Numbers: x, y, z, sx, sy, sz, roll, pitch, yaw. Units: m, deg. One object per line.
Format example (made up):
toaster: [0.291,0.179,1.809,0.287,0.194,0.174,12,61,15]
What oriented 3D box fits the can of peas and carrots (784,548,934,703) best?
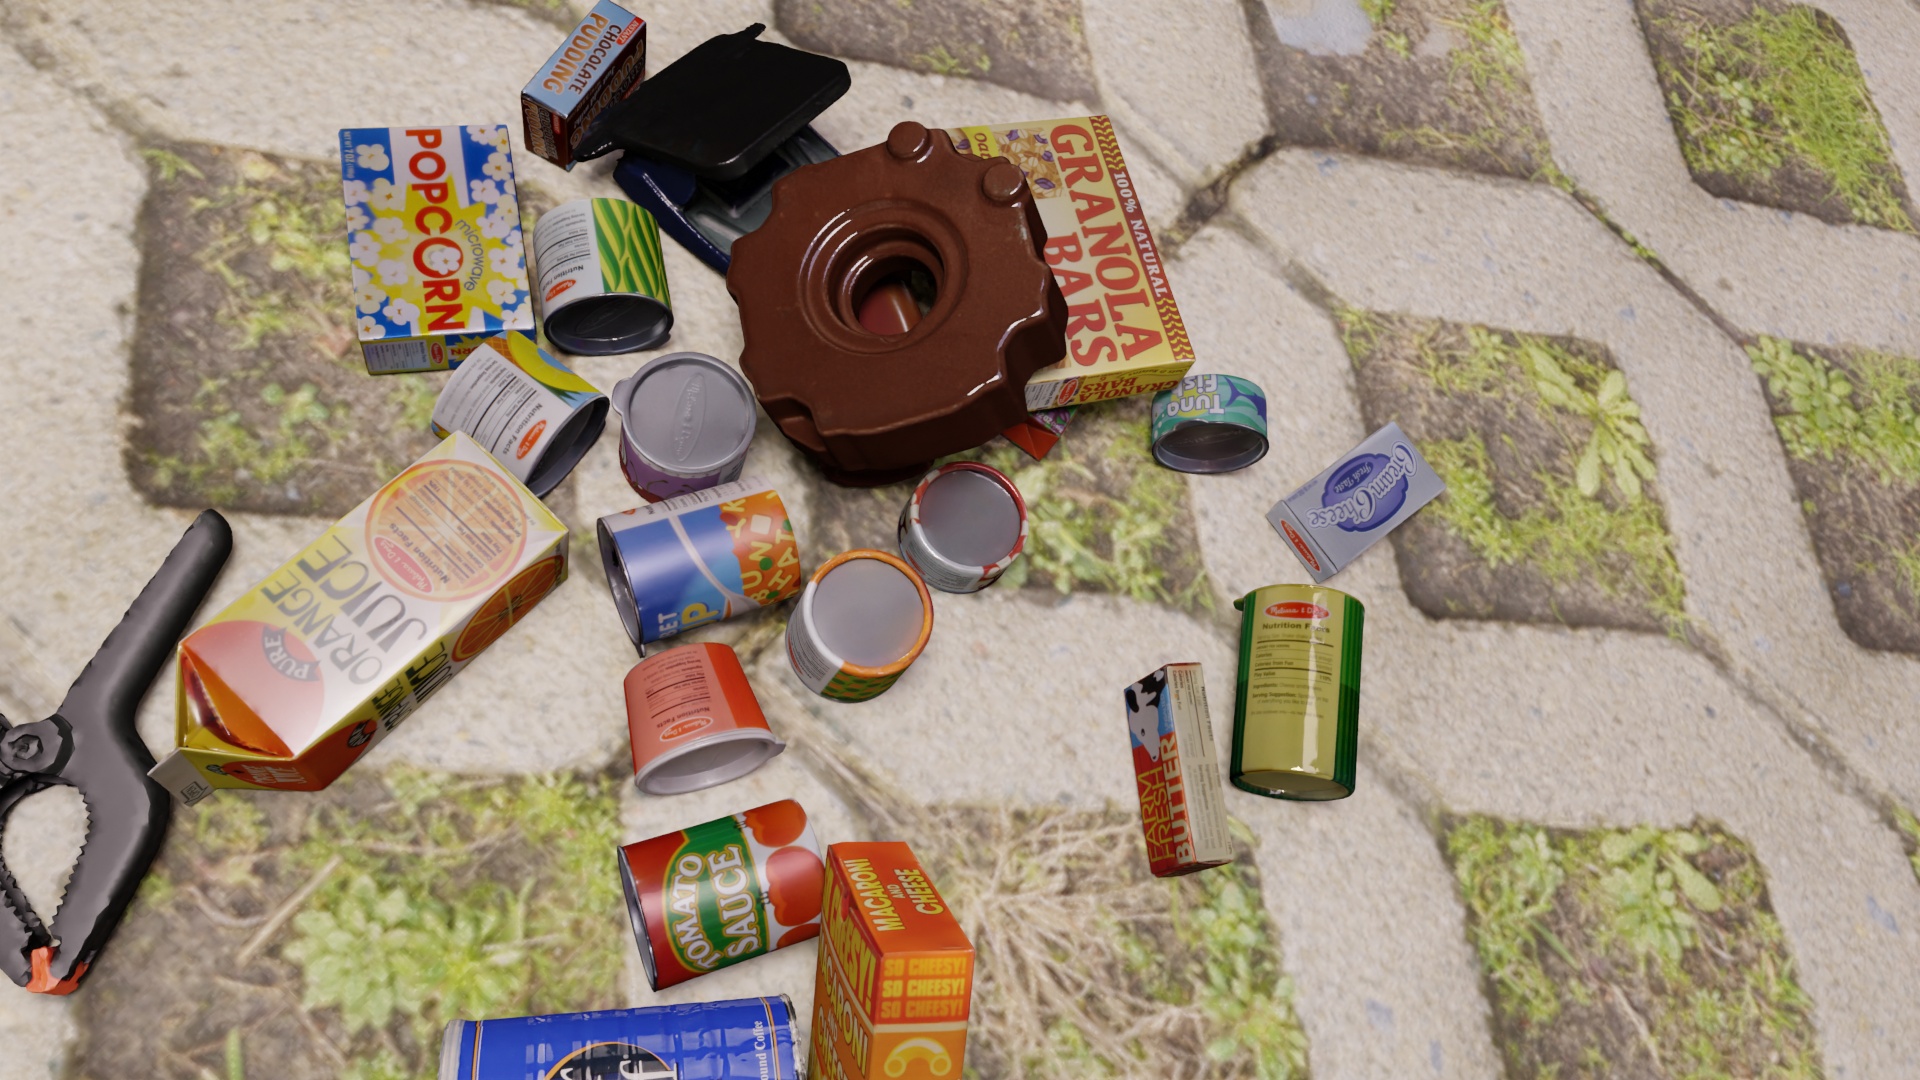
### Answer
can of peas and carrots: [-0.049,0.043,0.701,0.071,0.058,0.071,5,69,-14]

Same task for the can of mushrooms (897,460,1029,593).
can of mushrooms: [0.003,-0.009,0.750,0.071,0.033,0.071,5,69,-13]

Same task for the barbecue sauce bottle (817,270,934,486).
barbecue sauce bottle: [-0.045,-0.105,0.761,0.065,0.043,0.149,-11,64,22]

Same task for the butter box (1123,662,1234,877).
butter box: [0.112,0.120,0.722,0.024,0.053,0.104,0,71,-19]

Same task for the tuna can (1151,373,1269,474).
tuna can: [0.141,-0.067,0.791,0.071,0.070,0.033,8,67,-13]

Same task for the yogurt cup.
yogurt cup: [-0.127,0.084,0.662,0.072,0.072,0.054,-13,66,-20]

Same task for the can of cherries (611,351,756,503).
can of cherries: [-0.143,-0.056,0.712,0.071,0.058,0.071,5,70,-14]

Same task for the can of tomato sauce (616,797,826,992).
can of tomato sauce: [-0.107,0.160,0.634,0.083,0.071,0.071,-13,74,-20]

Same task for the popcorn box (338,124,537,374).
popcorn box: [-0.271,-0.154,0.723,0.085,0.038,0.127,-7,72,-19]

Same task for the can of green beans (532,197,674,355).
can of green beans: [-0.187,-0.137,0.726,0.071,0.071,0.058,-6,72,-18]

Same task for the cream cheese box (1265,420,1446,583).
cream cheese box: [0.236,-0.024,0.827,0.104,0.024,0.053,-33,82,-24]

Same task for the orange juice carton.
orange juice carton: [-0.274,0.044,0.629,0.073,0.071,0.193,43,65,3]

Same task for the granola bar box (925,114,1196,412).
granola bar box: [0.044,-0.153,0.769,0.124,0.039,0.166,-10,69,-15]

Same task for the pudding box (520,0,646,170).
pudding box: [-0.209,-0.253,0.773,0.030,0.049,0.084,30,64,-2]

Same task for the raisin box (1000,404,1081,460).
raisin box: [0.047,-0.120,0.801,0.086,0.040,0.124,35,64,0]

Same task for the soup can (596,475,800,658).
soup can: [-0.129,0.012,0.687,0.084,0.071,0.071,-17,76,-21]

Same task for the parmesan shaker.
parmesan shaker: [0.179,0.083,0.749,0.071,0.071,0.103,14,68,-11]

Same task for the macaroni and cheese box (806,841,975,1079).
macaroni and cheese box: [-0.035,0.223,0.568,0.040,0.124,0.166,3,96,-15]

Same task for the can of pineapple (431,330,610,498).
can of pineapple: [-0.218,-0.062,0.691,0.058,0.070,0.071,36,65,0]
